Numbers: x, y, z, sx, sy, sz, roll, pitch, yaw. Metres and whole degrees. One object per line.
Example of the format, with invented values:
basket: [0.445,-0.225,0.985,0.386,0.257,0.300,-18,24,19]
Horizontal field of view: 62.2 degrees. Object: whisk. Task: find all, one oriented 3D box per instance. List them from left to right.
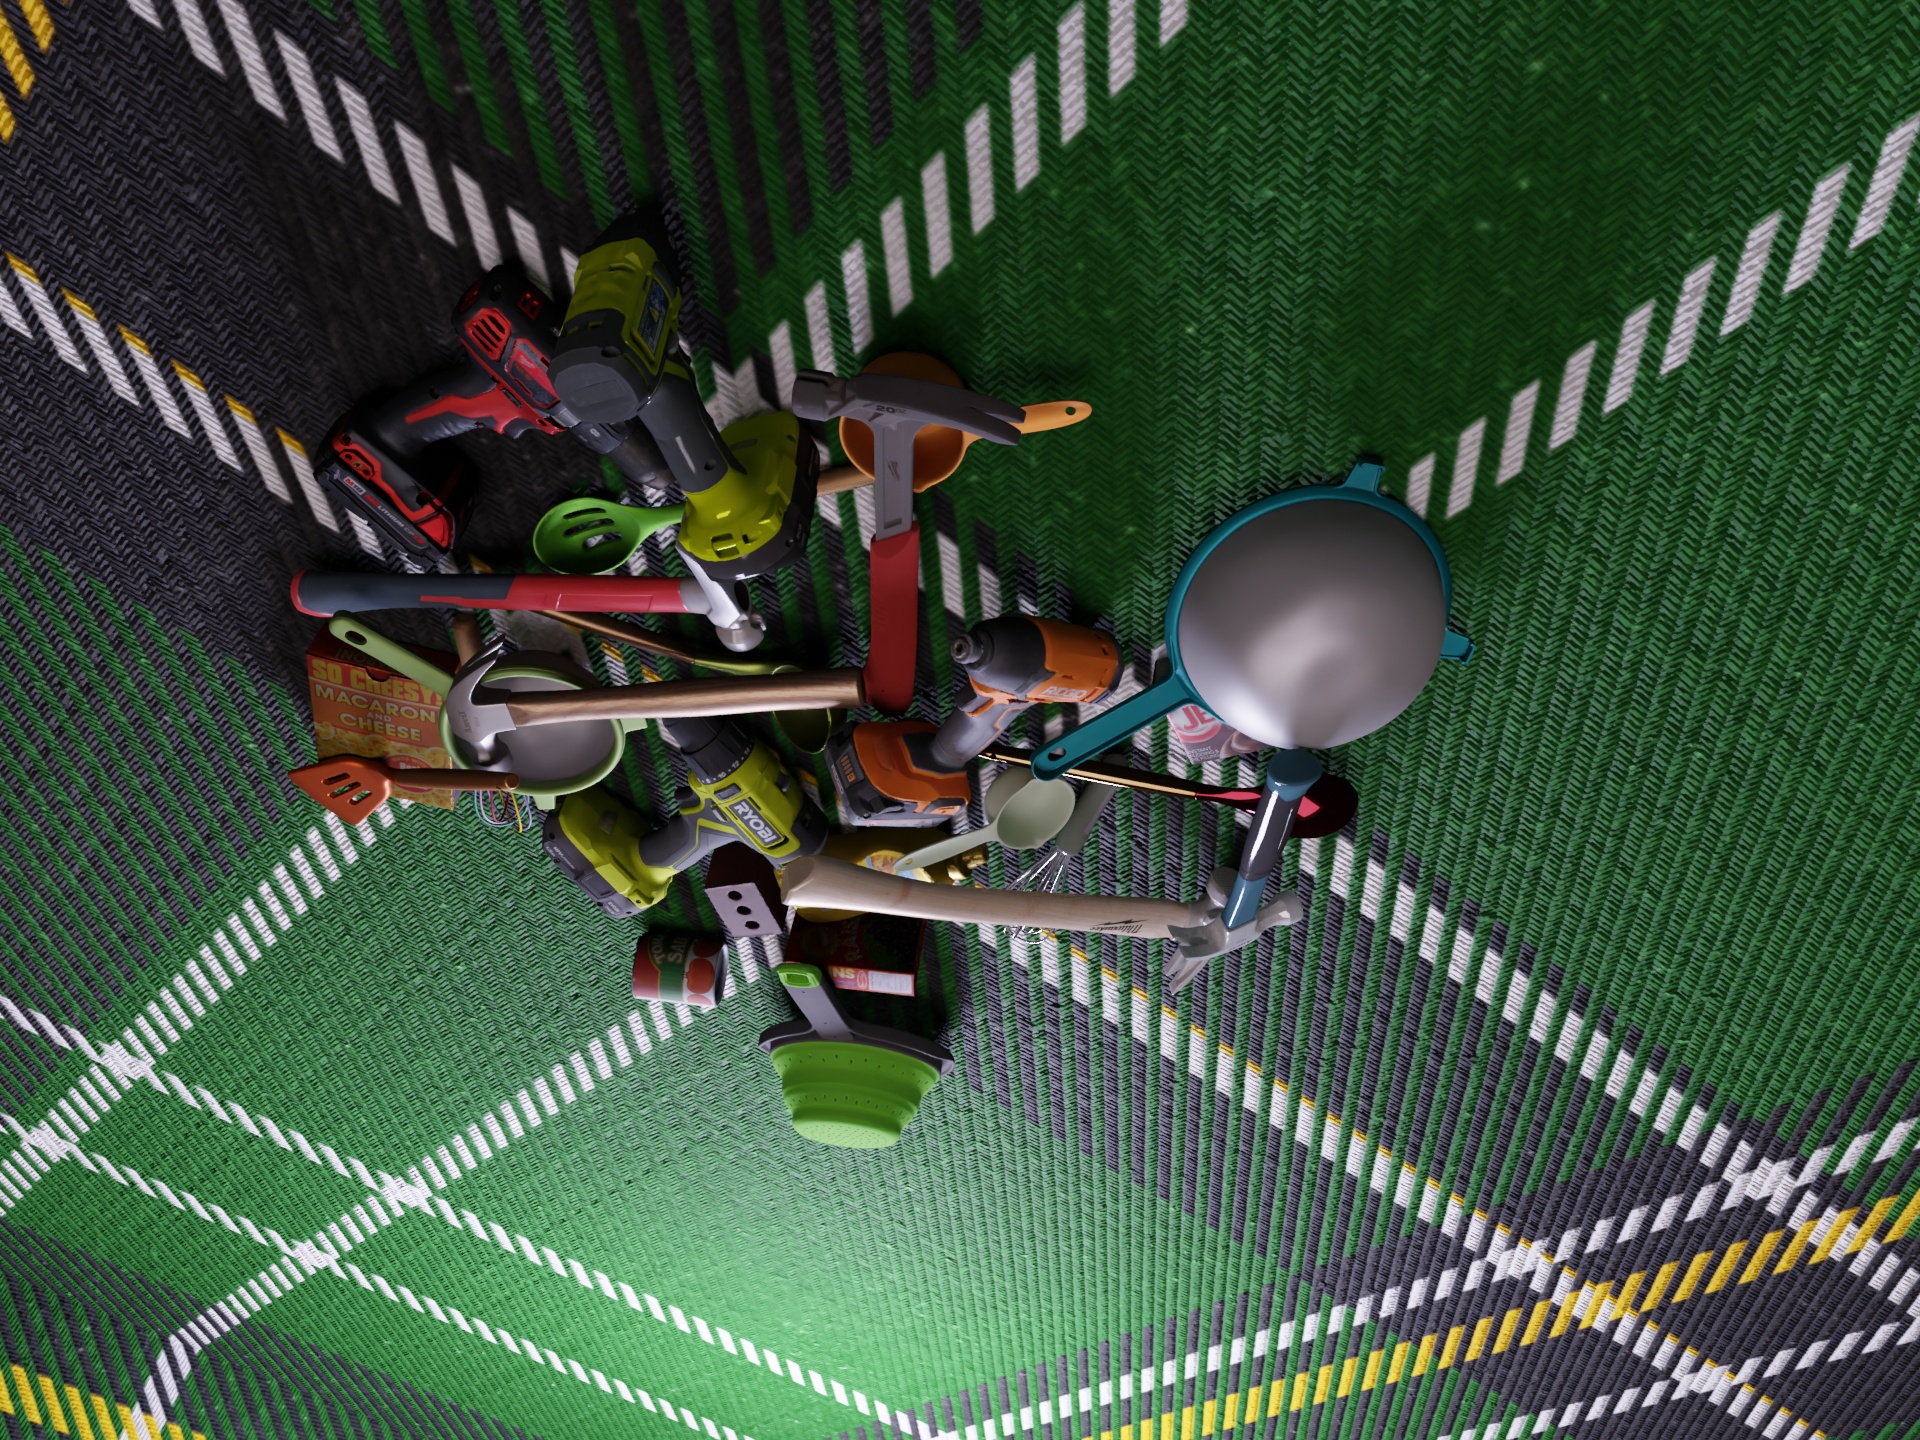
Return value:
whisk: [-0.414,0.006,1.391,0.051,0.047,0.244,-3,131,-4]
whisk: [0.092,0.116,1.405,0.059,0.058,0.246,39,132,14]

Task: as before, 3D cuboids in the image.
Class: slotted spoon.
slotted spoon: [-0.175,-0.161,1.188,0.314,0.031,0.070,-9,133,16]

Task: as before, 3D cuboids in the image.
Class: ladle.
ladle: [-0.243,-0.053,1.289,0.320,0.062,0.078,19,132,-5]
ladle: [0.168,0.051,1.305,0.315,0.031,0.069,10,127,5]

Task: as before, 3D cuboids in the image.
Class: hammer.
hammer: [-0.350,-0.107,1.218,0.386,0.038,0.143,2,152,16]
hammer: [-0.240,-0.018,1.249,0.331,0.031,0.129,-4,134,4]
hammer: [-0.039,-0.111,1.151,0.149,0.037,0.358,12,148,5]
hammer: [0.043,0.170,1.392,0.410,0.038,0.146,8,131,-19]
hammer: [0.239,0.112,1.270,0.128,0.033,0.330,-22,153,-12]

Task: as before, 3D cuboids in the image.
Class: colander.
colander: [-0.124,0.341,1.557,0.204,0.095,0.396,2,152,10]

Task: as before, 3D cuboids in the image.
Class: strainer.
strainer: [-0.393,-0.034,1.305,0.256,0.069,0.151,34,124,-31]
strainer: [0.203,-0.024,1.146,0.340,0.095,0.210,-29,121,13]

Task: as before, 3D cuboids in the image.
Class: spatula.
spatula: [-0.465,0.056,1.346,0.323,0.041,0.081,-1,141,45]

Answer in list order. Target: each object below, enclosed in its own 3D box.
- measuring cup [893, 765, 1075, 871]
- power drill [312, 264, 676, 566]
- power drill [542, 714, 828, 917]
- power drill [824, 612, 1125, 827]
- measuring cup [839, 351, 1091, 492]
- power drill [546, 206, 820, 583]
measuring cup: [0.015,0.084,1.341,0.167,0.038,0.083,-20,134,-14]
power drill: [-0.329,-0.200,1.144,0.226,0.080,0.187,-28,125,28]
power drill: [-0.255,0.075,1.404,0.228,0.080,0.190,-23,121,26]
power drill: [-0.002,-0.004,1.225,0.226,0.084,0.164,-38,153,32]
measuring cup: [0.005,-0.214,1.085,0.173,0.052,0.095,-5,134,13]
power drill: [-0.177,-0.213,1.048,0.080,0.171,0.223,-10,141,20]
